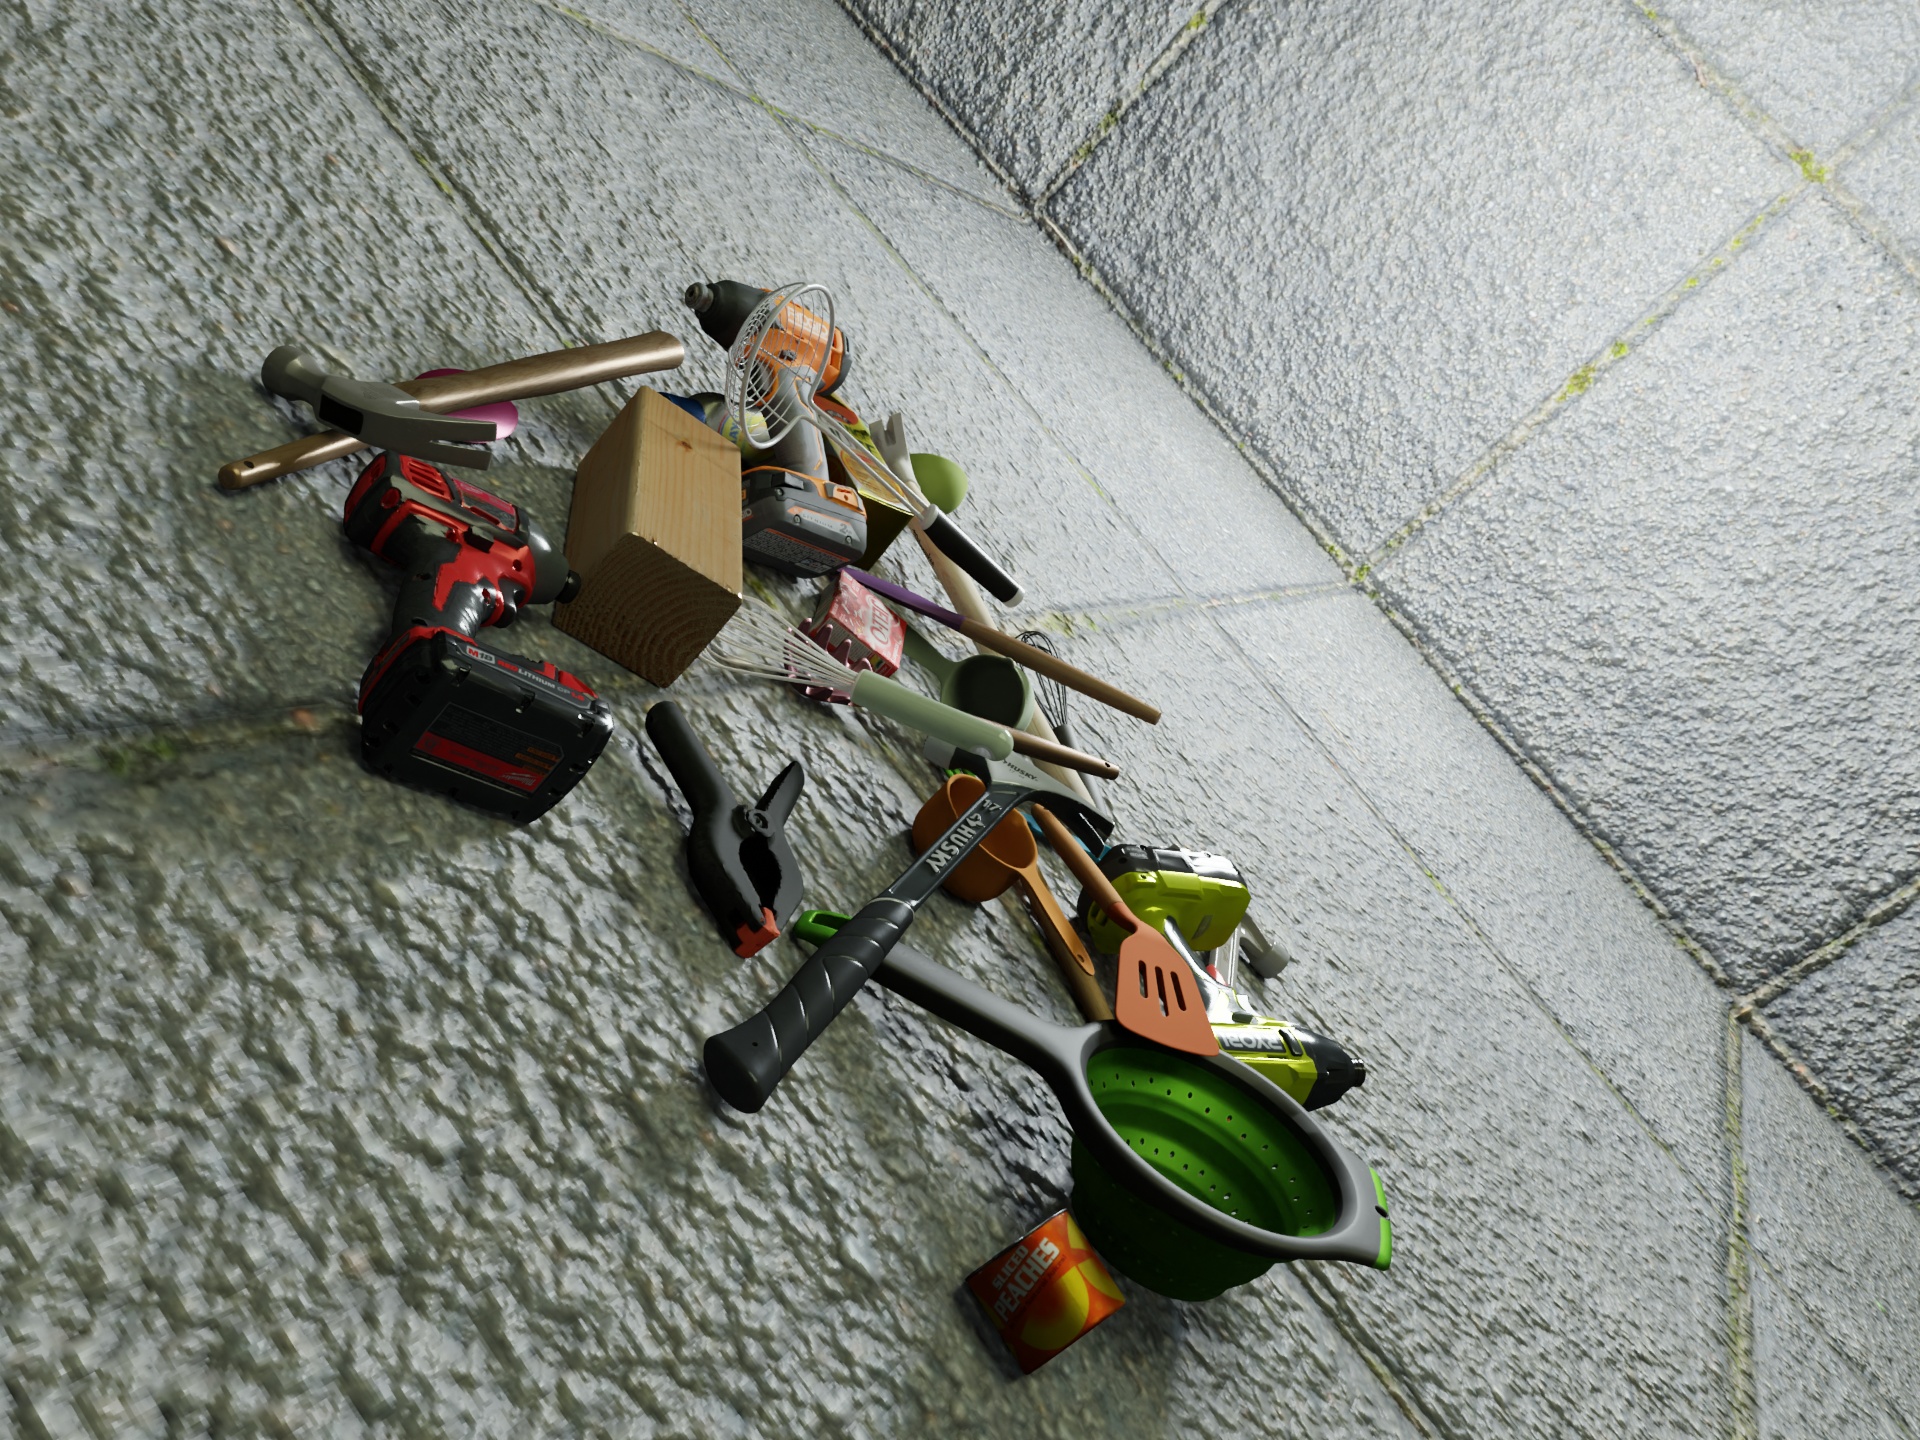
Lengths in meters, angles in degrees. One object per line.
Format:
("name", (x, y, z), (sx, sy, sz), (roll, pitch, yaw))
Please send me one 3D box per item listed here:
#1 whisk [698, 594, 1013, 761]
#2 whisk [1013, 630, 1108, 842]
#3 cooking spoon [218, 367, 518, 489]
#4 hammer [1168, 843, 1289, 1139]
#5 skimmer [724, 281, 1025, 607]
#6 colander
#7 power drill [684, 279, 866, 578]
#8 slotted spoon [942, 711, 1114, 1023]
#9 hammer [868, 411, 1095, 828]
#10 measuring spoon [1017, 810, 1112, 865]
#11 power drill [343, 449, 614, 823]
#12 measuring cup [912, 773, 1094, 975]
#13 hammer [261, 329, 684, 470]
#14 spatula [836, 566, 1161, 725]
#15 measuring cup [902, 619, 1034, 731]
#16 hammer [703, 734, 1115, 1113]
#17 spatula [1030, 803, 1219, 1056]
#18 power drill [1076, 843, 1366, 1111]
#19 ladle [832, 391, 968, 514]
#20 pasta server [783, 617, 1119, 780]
("whisk", (-0.077, -0.028, 1.095), (0.246, 0.057, 0.059), (23, 65, 6))
("whisk", (0.087, 0.013, 1.421), (0.055, 0.055, 0.239), (24, 36, -42))
("cooking spoon", (-0.364, -0.185, 1.006), (0.068, 0.017, 0.319), (42, 23, -5))
("hammer", (0.199, 0.226, 1.267), (0.149, 0.036, 0.359), (44, 23, -6))
("skimmer", (-0.047, -0.194, 1.245), (0.362, 0.127, 0.090), (39, -17, -36))
("colander", (0.062, 0.242, 0.967), (0.397, 0.094, 0.204), (28, 18, 3))
("power drill", (-0.153, -0.243, 1.280), (0.164, 0.084, 0.227), (17, 61, -50))
("slotted spoon", (0.054, 0.123, 1.201), (0.070, 0.031, 0.314), (6, 47, -43))
("hammer", (0.016, -0.088, 1.401), (0.146, 0.038, 0.411), (78, -14, -63))
("measuring spoon", (0.084, 0.105, 1.303), (0.128, 0.021, 0.042), (26, 22, -21))
("power drill", (-0.267, -0.054, 0.890), (0.143, 0.078, 0.220), (27, 27, -39))
("measuring cup", (0.030, 0.121, 1.133), (0.174, 0.052, 0.095), (56, 25, 17))
("hammer", (-0.292, -0.229, 1.069), (0.130, 0.031, 0.331), (29, 29, 15))
("spatula", (0.025, -0.068, 1.326), (0.316, 0.018, 0.059), (27, 11, 19))
("measuring cup", (-0.007, -0.041, 1.332), (0.168, 0.083, 0.038), (39, 10, 25))
("hammer", (-0.031, 0.112, 0.965), (0.149, 0.036, 0.409), (28, 31, 12))
("spatula", (0.100, 0.134, 1.146), (0.081, 0.041, 0.323), (21, 13, -22))
("power drill", (0.188, 0.196, 1.176), (0.171, 0.080, 0.223), (8, 33, -25))
("ladle", (-0.114, -0.323, 1.611), (0.062, 0.078, 0.320), (-35, 74, -27))
("pasta server", (-0.002, -0.004, 1.233), (0.316, 0.040, 0.060), (18, 48, -27))
